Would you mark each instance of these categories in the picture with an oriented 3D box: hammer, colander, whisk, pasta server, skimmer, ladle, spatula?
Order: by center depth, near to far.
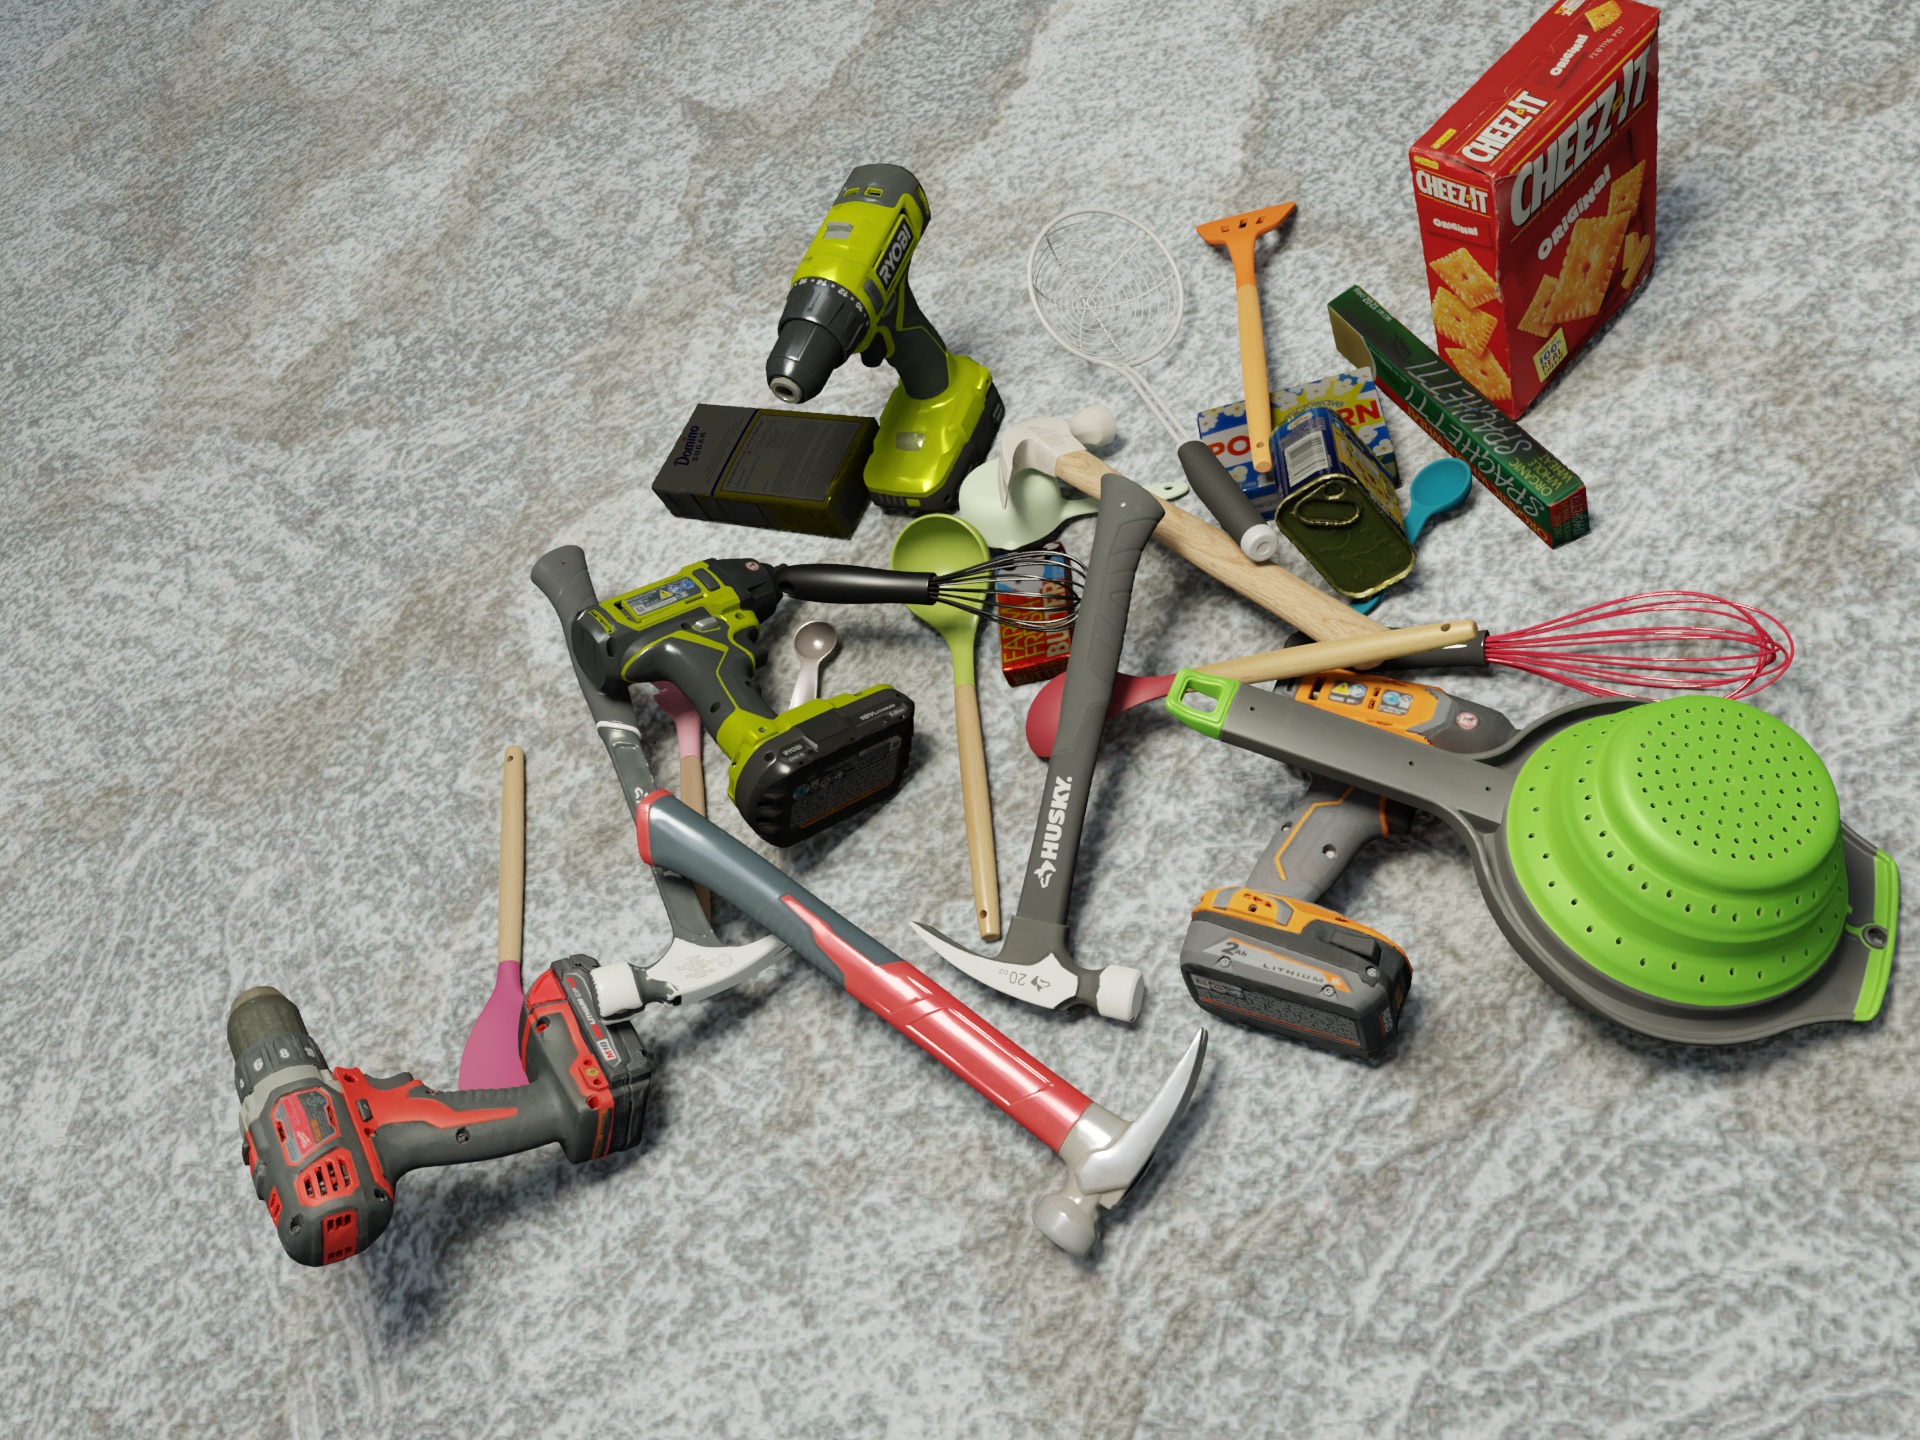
[{"bbox_3d":[0.302,0.028,0.837,0.397,0.094,0.205,20,59,13],"label":"colander"},{"bbox_3d":[-0.041,0.141,0.951,0.386,0.038,0.143,33,84,23],"label":"hammer"},{"bbox_3d":[0.339,-0.043,0.965,0.296,0.073,0.073,2,59,30],"label":"whisk"},{"bbox_3d":[0.163,-0.027,0.978,0.315,0.031,0.069,-11,50,37],"label":"ladle"},{"bbox_3d":[0.068,0.008,0.987,0.146,0.035,0.335,9,81,21],"label":"hammer"},{"bbox_3d":[0.146,-0.124,1.051,0.130,0.031,0.332,-22,44,-32],"label":"hammer"},{"bbox_3d":[-0.021,-0.091,1.077,0.239,0.055,0.055,4,61,21],"label":"whisk"},{"bbox_3d":[-0.002,-0.003,1.077,0.078,0.062,0.320,-23,54,26],"label":"ladle"},{"bbox_3d":[0.144,-0.244,1.104,0.127,0.090,0.364,-3,39,-18],"label":"skimmer"},{"bbox_3d":[-0.227,0.020,1.106,0.149,0.036,0.409,-13,52,-20],"label":"hammer"},{"bbox_3d":[-0.194,0.048,1.132,0.060,0.040,0.317,-14,56,7],"label":"pasta server"},{"bbox_3d":[0.214,-0.291,1.164,0.081,0.041,0.323,-10,50,17],"label":"spatula"}]

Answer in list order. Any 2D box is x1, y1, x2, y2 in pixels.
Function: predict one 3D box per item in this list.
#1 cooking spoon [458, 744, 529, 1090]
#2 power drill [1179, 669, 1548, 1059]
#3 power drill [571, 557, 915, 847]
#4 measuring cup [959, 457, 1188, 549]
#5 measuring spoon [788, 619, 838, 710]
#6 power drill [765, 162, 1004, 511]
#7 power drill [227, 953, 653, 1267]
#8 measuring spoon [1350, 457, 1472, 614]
[{"bbox_3d":[-0.319,0.150,1.128,0.069,0.017,0.319,-17,55,10],"label":"cooking spoon"},{"bbox_3d":[0.234,0.073,0.917,0.164,0.084,0.227,12,60,28],"label":"power drill"},{"bbox_3d":[-0.139,-0.028,1.098,0.171,0.080,0.223,-26,54,-32],"label":"power drill"},{"bbox_3d":[0.080,-0.169,1.152,0.167,0.038,0.083,-8,40,11],"label":"measuring cup"},{"bbox_3d":[-0.111,-0.015,1.156,0.034,0.018,0.124,2,66,15],"label":"measuring spoon"},{"bbox_3d":[-0.056,-0.254,1.150,0.080,0.228,0.191,10,63,27],"label":"power drill"},{"bbox_3d":[-0.324,0.216,0.974,0.226,0.080,0.188,-12,45,-32],"label":"power drill"},{"bbox_3d":[0.299,-0.117,1.055,0.042,0.021,0.128,27,80,51],"label":"measuring spoon"}]
